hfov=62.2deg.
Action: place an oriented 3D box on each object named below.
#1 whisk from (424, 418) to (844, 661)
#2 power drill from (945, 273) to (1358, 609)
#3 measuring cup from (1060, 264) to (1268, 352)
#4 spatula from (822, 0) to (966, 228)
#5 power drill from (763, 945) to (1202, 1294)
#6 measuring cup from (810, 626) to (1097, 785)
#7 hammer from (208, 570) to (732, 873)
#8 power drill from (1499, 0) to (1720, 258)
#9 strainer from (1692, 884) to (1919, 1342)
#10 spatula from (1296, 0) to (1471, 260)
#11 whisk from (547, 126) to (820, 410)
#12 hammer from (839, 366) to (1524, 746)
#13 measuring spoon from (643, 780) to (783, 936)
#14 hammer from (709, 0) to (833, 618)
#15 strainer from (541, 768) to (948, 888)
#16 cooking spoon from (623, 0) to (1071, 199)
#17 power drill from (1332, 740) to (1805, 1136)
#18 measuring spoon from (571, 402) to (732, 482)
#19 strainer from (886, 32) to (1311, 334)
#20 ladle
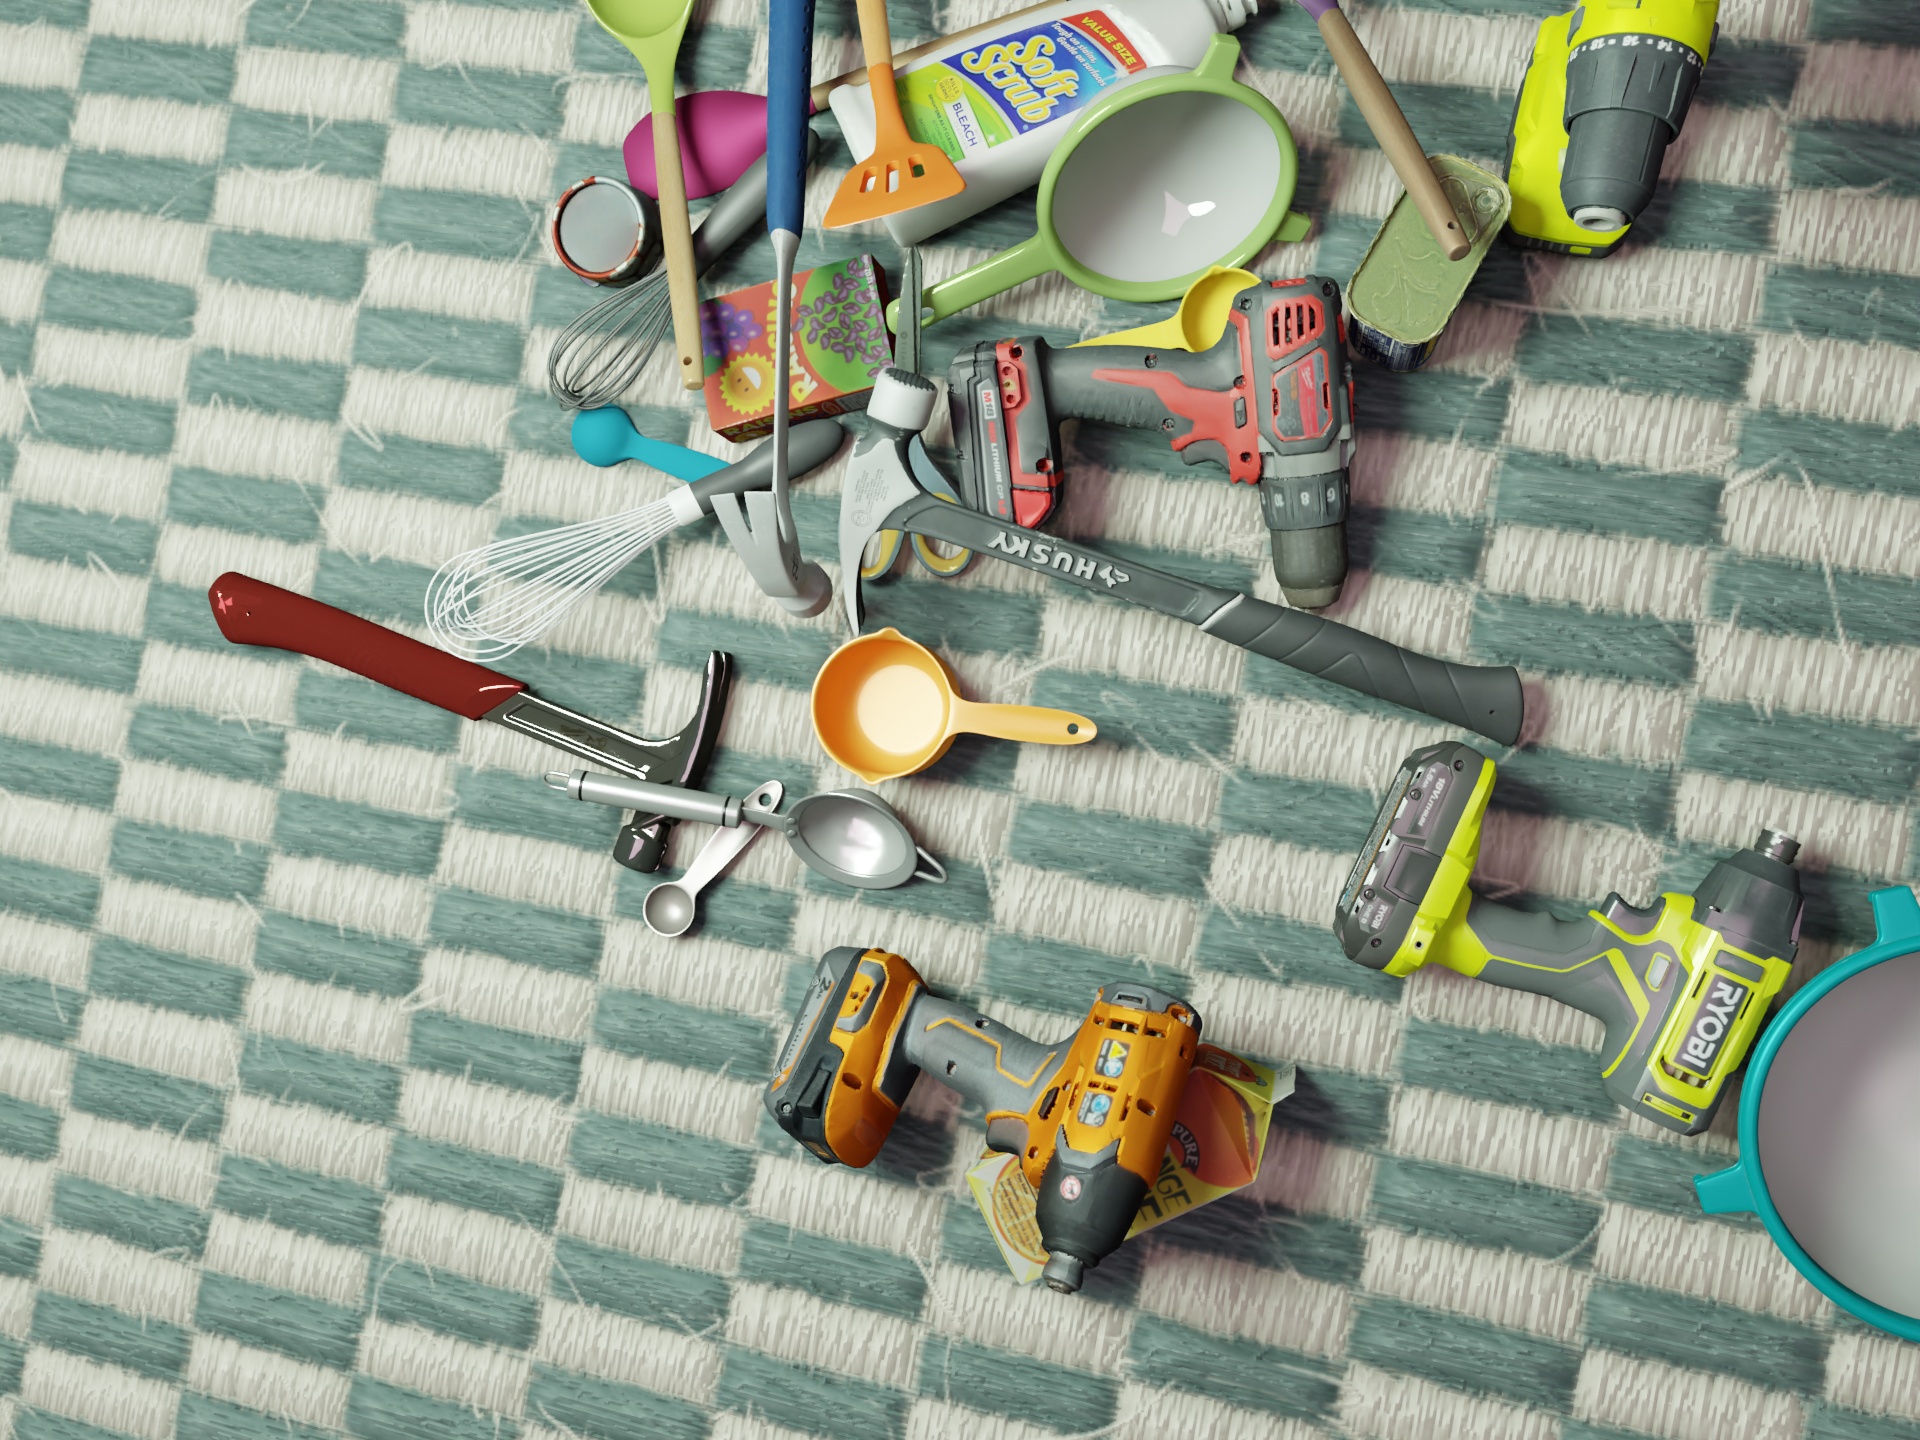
[{"bbox_3d":[-0.201,-0.121,0.990,0.284,0.070,0.070,-27,83,-4],"label":"whisk"},{"bbox_3d":[0.116,-0.149,0.922,0.226,0.080,0.187,-5,106,11],"label":"power drill"},{"bbox_3d":[0.115,-0.229,0.962,0.156,0.029,0.062,-12,96,23],"label":"measuring cup"},{"bbox_3d":[-0.051,-0.404,0.932,0.081,0.041,0.323,-13,64,9],"label":"spatula"},{"bbox_3d":[0.008,0.216,0.886,0.226,0.084,0.164,5,58,30],"label":"power drill"},{"bbox_3d":[-0.002,-0.003,0.964,0.173,0.052,0.095,7,90,10],"label":"measuring cup"},{"bbox_3d":[-0.329,-0.033,1.040,0.359,0.036,0.149,21,93,11],"label":"hammer"},{"bbox_3d":[0.331,-0.320,0.810,0.080,0.228,0.190,13,91,12],"label":"power drill"},{"bbox_3d":[0.564,0.238,0.819,0.340,0.095,0.211,29,97,9],"label":"strainer"},{"bbox_3d":[0.214,-0.375,0.890,0.060,0.018,0.316,-17,64,-3],"label":"spatula"},{"bbox_3d":[-0.175,-0.287,1.010,0.239,0.055,0.055,-44,81,5],"label":"whisk"},{"bbox_3d":[0.126,-0.063,0.897,0.409,0.036,0.149,19,113,-3],"label":"hammer"},{"bbox_3d":[-0.154,0.087,1.014,0.034,0.018,0.124,41,90,10],"label":"measuring spoon"},{"bbox_3d":[-0.102,-0.272,0.924,0.035,0.144,0.406,-2,79,8],"label":"hammer"},{"bbox_3d":[-0.131,0.056,0.976,0.258,0.086,0.050,10,47,2],"label":"strainer"},{"bbox_3d":[-0.068,-0.401,1.003,0.319,0.017,0.069,-15,86,12],"label":"cooking spoon"},{"bbox_3d":[0.337,0.104,0.880,0.223,0.080,0.171,24,94,7],"label":"power drill"},{"bbox_3d":[-0.195,-0.172,1.022,0.128,0.021,0.042,20,93,12],"label":"measuring spoon"},{"bbox_3d":[0.067,-0.303,0.936,0.256,0.151,0.069,-21,54,19],"label":"strainer"},{"bbox_3d":[-0.185,-0.354,0.979,0.078,0.062,0.320,-13,74,14],"label":"ladle"}]
